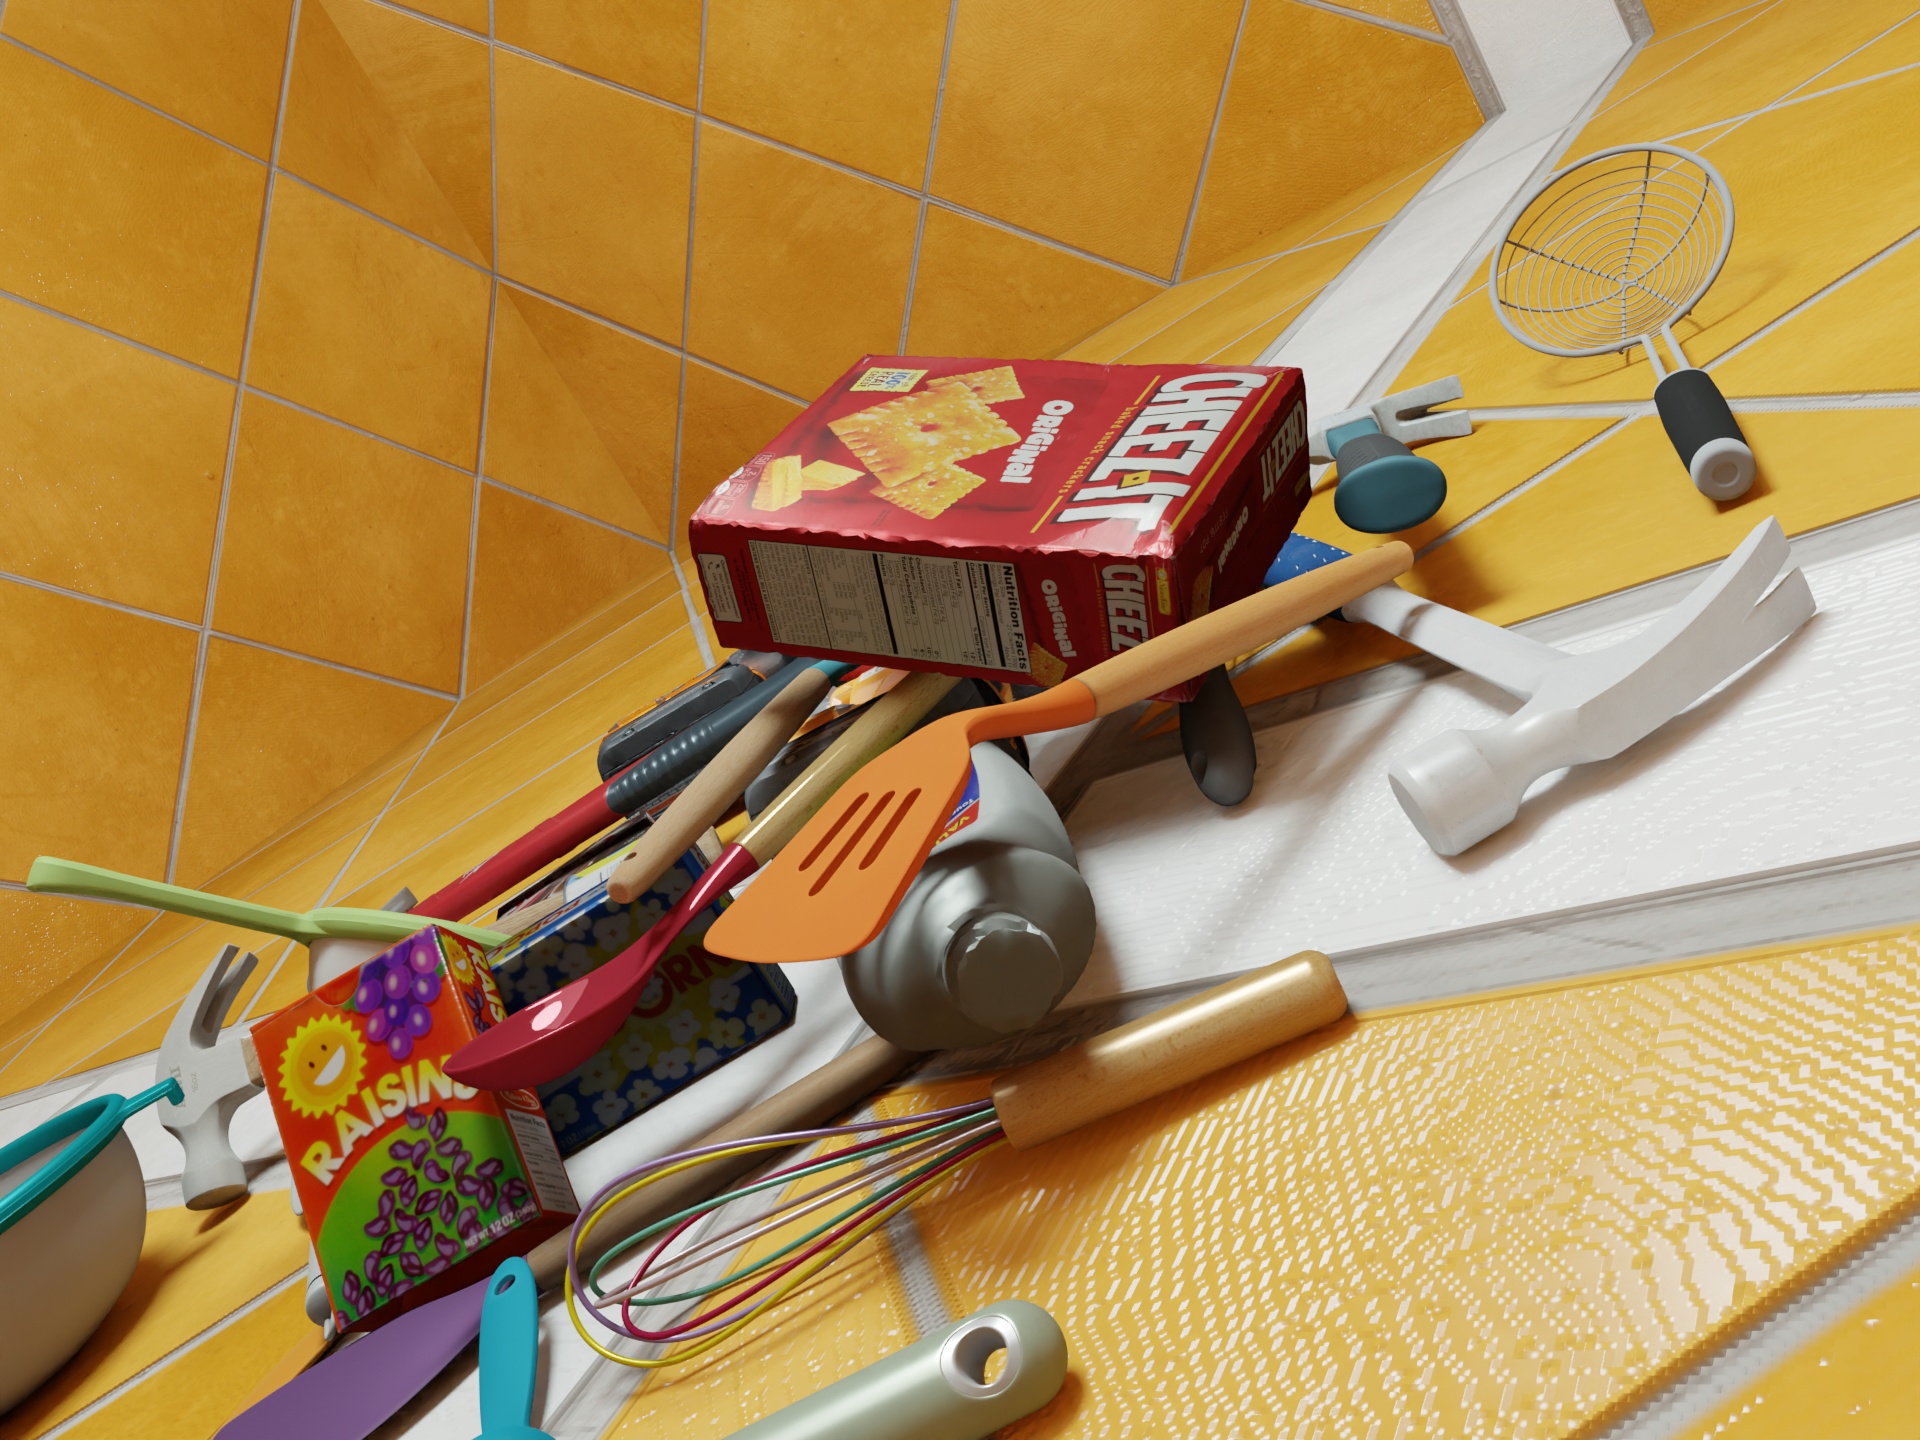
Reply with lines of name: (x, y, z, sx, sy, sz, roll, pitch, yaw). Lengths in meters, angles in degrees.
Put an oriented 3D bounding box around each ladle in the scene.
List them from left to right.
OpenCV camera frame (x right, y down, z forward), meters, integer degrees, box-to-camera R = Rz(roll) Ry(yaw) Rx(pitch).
ladle: (-0.067, 0.035, 0.620, 0.315, 0.031, 0.069, -44, 17, -27)

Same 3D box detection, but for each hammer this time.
hammer: (-0.283, 0.138, 0.877, 0.331, 0.130, 0.031, -25, -25, -4)
hammer: (-0.211, 0.047, 0.959, 0.386, 0.038, 0.143, -32, 11, 8)
hammer: (0.200, -0.130, 0.789, 0.128, 0.033, 0.331, -16, 11, 14)
hammer: (0.179, -0.050, 0.658, 0.144, 0.035, 0.406, -31, 14, 2)

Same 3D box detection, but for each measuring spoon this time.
measuring spoon: (-0.254, 0.253, 0.582, 0.021, 0.011, 0.117, -21, 14, 25)
measuring spoon: (-0.141, 0.196, 0.475, 0.042, 0.021, 0.129, -32, 23, -3)

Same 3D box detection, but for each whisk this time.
whisk: (-0.086, 0.196, 0.364, 0.246, 0.059, 0.058, -27, 51, 1)
whisk: (-0.005, 0.125, 0.453, 0.245, 0.051, 0.047, -25, 36, 9)
whisk: (0.103, -0.019, 0.697, 0.055, 0.055, 0.239, -28, 19, 13)

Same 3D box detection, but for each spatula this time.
spatula: (-0.122, 0.176, 0.543, 0.316, 0.018, 0.060, -32, 21, -4)
spatula: (-0.081, -0.015, 0.701, 0.082, 0.044, 0.318, -19, 18, 26)
spatula: (0.057, -0.005, 0.520, 0.322, 0.041, 0.081, -23, 9, -38)

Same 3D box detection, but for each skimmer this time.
skimmer: (0.315, -0.194, 0.744, 0.127, 0.090, 0.363, -29, 15, 27)

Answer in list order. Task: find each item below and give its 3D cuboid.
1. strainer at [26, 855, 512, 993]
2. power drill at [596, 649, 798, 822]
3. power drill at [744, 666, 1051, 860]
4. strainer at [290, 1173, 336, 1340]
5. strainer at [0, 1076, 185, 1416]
strainer: (-0.277, 0.122, 0.702, 0.151, 0.256, 0.069, -21, 55, 54)
power drill: (-0.164, -0.001, 1.112, 0.164, 0.084, 0.226, -31, 10, 1)
power drill: (-0.001, -0.003, 0.789, 0.185, 0.084, 0.226, -26, 11, 13)
strainer: (-0.274, 0.206, 0.704, 0.087, 0.050, 0.258, -69, 22, 1)
strainer: (-0.525, 0.305, 0.789, 0.340, 0.095, 0.211, -26, 12, 28)
